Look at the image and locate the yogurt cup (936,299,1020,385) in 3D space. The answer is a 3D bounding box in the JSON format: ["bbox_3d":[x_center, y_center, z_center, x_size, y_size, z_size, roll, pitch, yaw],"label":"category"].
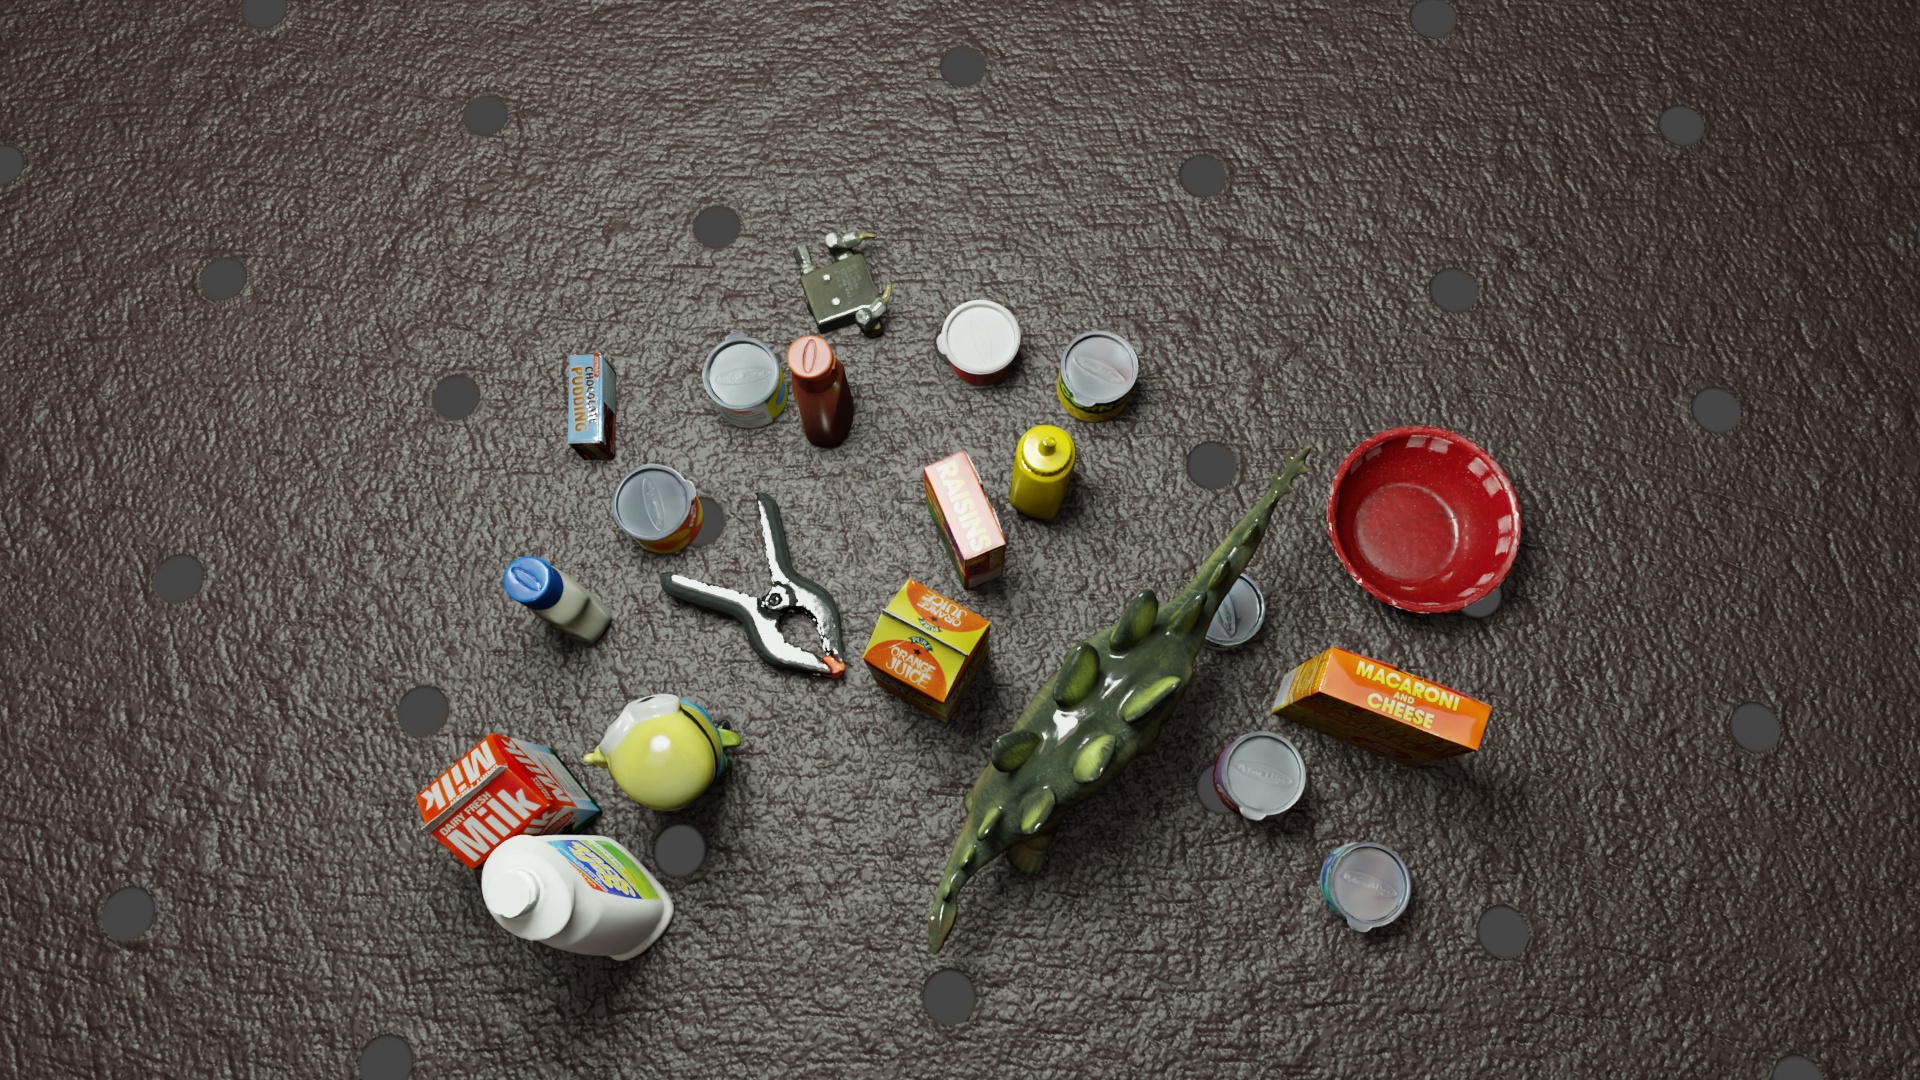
[{"bbox_3d":[0.018,-0.170,1.220,0.072,0.054,0.072,0,76,0],"label":"yogurt cup"}]

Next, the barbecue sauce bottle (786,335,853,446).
[{"bbox_3d":[-0.117,-0.128,1.162,0.044,0.148,0.065,6,77,2],"label":"barbecue sauce bottle"}]

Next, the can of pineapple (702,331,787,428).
[{"bbox_3d":[-0.186,-0.138,1.211,0.071,0.057,0.071,0,76,0],"label":"can of pineapple"}]

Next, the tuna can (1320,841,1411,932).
[{"bbox_3d":[0.325,0.279,1.119,0.071,0.032,0.071,0,76,0],"label":"tuna can"}]

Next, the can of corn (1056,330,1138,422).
[{"bbox_3d":[0.117,-0.139,1.209,0.071,0.058,0.071,0,76,0],"label":"can of corn"}]

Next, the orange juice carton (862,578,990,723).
[{"bbox_3d":[-0.025,0.086,1.086,0.072,0.192,0.073,29,79,7],"label":"orange juice carton"}]

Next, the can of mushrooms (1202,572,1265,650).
[{"bbox_3d":[0.219,0.059,1.173,0.071,0.033,0.071,0,76,0],"label":"can of mushrooms"}]

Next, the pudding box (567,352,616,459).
[{"bbox_3d":[-0.321,-0.116,1.211,0.030,0.049,0.084,-3,76,0],"label":"pudding box"}]

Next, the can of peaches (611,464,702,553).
[{"bbox_3d":[-0.255,-0.026,1.184,0.071,0.058,0.071,0,76,0],"label":"can of peaches"}]

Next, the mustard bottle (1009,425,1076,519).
[{"bbox_3d":[0.068,-0.063,1.138,0.049,0.160,0.065,17,78,4],"label":"mustard bottle"}]

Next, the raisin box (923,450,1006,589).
[{"bbox_3d":[0.004,-0.014,1.146,0.040,0.123,0.086,-22,78,-5],"label":"raisin box"}]

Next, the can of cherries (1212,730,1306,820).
[{"bbox_3d":[0.240,0.193,1.127,0.071,0.058,0.071,0,76,0],"label":"can of cherries"}]

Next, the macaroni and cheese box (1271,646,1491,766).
[{"bbox_3d":[0.323,0.131,1.086,0.124,0.166,0.040,21,78,5],"label":"macaroni and cheese box"}]

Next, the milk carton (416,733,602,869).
[{"bbox_3d":[-0.347,0.201,1.061,0.072,0.190,0.073,-41,80,-8],"label":"milk carton"}]

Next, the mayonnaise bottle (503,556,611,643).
[{"bbox_3d":[-0.328,0.046,1.120,0.065,0.147,0.041,34,79,8],"label":"mayonnaise bottle"}]
